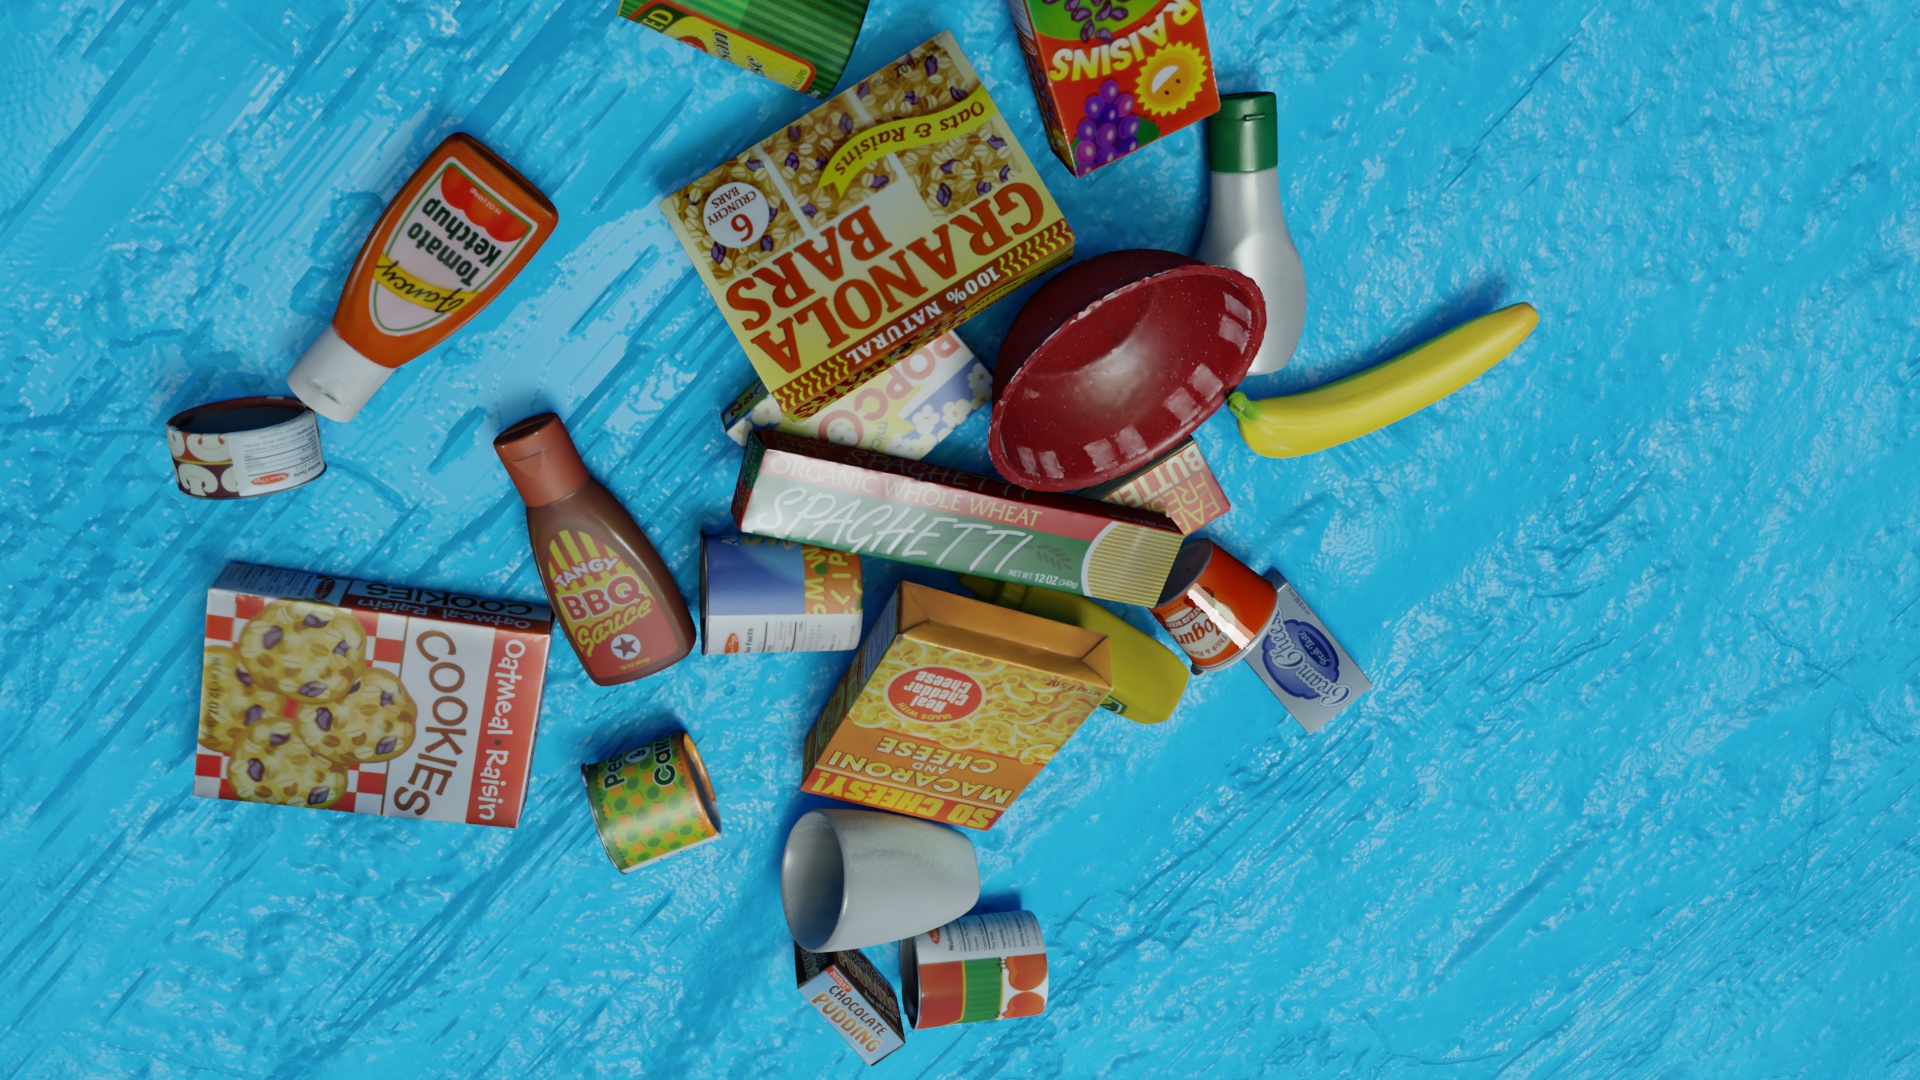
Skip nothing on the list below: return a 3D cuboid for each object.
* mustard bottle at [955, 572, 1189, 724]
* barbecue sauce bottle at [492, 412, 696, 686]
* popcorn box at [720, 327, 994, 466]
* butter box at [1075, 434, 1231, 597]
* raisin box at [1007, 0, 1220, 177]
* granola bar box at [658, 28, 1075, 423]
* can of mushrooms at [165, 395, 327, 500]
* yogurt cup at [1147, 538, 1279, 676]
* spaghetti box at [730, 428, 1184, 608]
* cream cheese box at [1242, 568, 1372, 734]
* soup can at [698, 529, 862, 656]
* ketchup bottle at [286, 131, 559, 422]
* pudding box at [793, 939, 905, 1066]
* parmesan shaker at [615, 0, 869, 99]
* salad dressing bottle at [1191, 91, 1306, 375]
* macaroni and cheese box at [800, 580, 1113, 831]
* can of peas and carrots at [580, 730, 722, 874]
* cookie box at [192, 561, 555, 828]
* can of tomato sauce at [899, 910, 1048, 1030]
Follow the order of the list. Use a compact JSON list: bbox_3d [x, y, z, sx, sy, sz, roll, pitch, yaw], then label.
[{"bbox_3d":[0.056,0.054,0.809,0.160,0.065,0.049,31,77,-18],"label":"mustard bottle"},{"bbox_3d":[-0.198,0.004,0.740,0.065,0.044,0.148,-19,115,5],"label":"barbecue sauce bottle"},{"bbox_3d":[-0.053,-0.075,0.744,0.126,0.038,0.085,-41,116,5],"label":"popcorn box"},{"bbox_3d":[0.102,-0.016,0.812,0.103,0.024,0.053,-31,115,1],"label":"butter box"},{"bbox_3d":[0.073,-0.252,0.680,0.086,0.040,0.123,-27,136,-1],"label":"raisin box"},{"bbox_3d":[-0.045,-0.153,0.687,0.165,0.039,0.124,-31,86,0],"label":"granola bar box"},{"bbox_3d":[-0.348,-0.046,0.674,0.071,0.071,0.033,-5,113,-11],"label":"can of mushrooms"},{"bbox_3d":[0.146,0.035,0.823,0.054,0.072,0.072,42,98,-16],"label":"yogurt cup"},{"bbox_3d":[0.003,-0.009,0.750,0.250,0.029,0.050,11,111,-22],"label":"spaghetti box"},{"bbox_3d":[0.209,0.071,0.872,0.053,0.024,0.103,-41,114,7],"label":"cream cheese box"},{"bbox_3d":[-0.100,0.026,0.761,0.084,0.071,0.071,-1,112,-14],"label":"soup can"},{"bbox_3d":[-0.265,-0.123,0.674,0.064,0.044,0.148,40,99,-24],"label":"ketchup bottle"},{"bbox_3d":[-0.071,0.285,0.880,0.030,0.050,0.083,-33,114,4],"label":"pudding box"},{"bbox_3d":[-0.099,-0.254,0.643,0.103,0.071,0.071,18,107,-19],"label":"parmesan shaker"},{"bbox_3d":[0.155,-0.166,0.754,0.064,0.044,0.147,-9,112,-8],"label":"salad dressing bottle"},{"bbox_3d":[-0.006,0.098,0.784,0.124,0.040,0.165,16,137,-16],"label":"macaroni and cheese box"},{"bbox_3d":[-0.175,0.147,0.791,0.059,0.071,0.070,-20,115,-5],"label":"can of peas and carrots"},{"bbox_3d":[-0.313,0.085,0.749,0.167,0.040,0.122,9,109,-15],"label":"cookie box"},{"bbox_3d":[0.007,0.274,0.885,0.083,0.071,0.071,-2,112,-13],"label":"can of tomato sauce"}]
